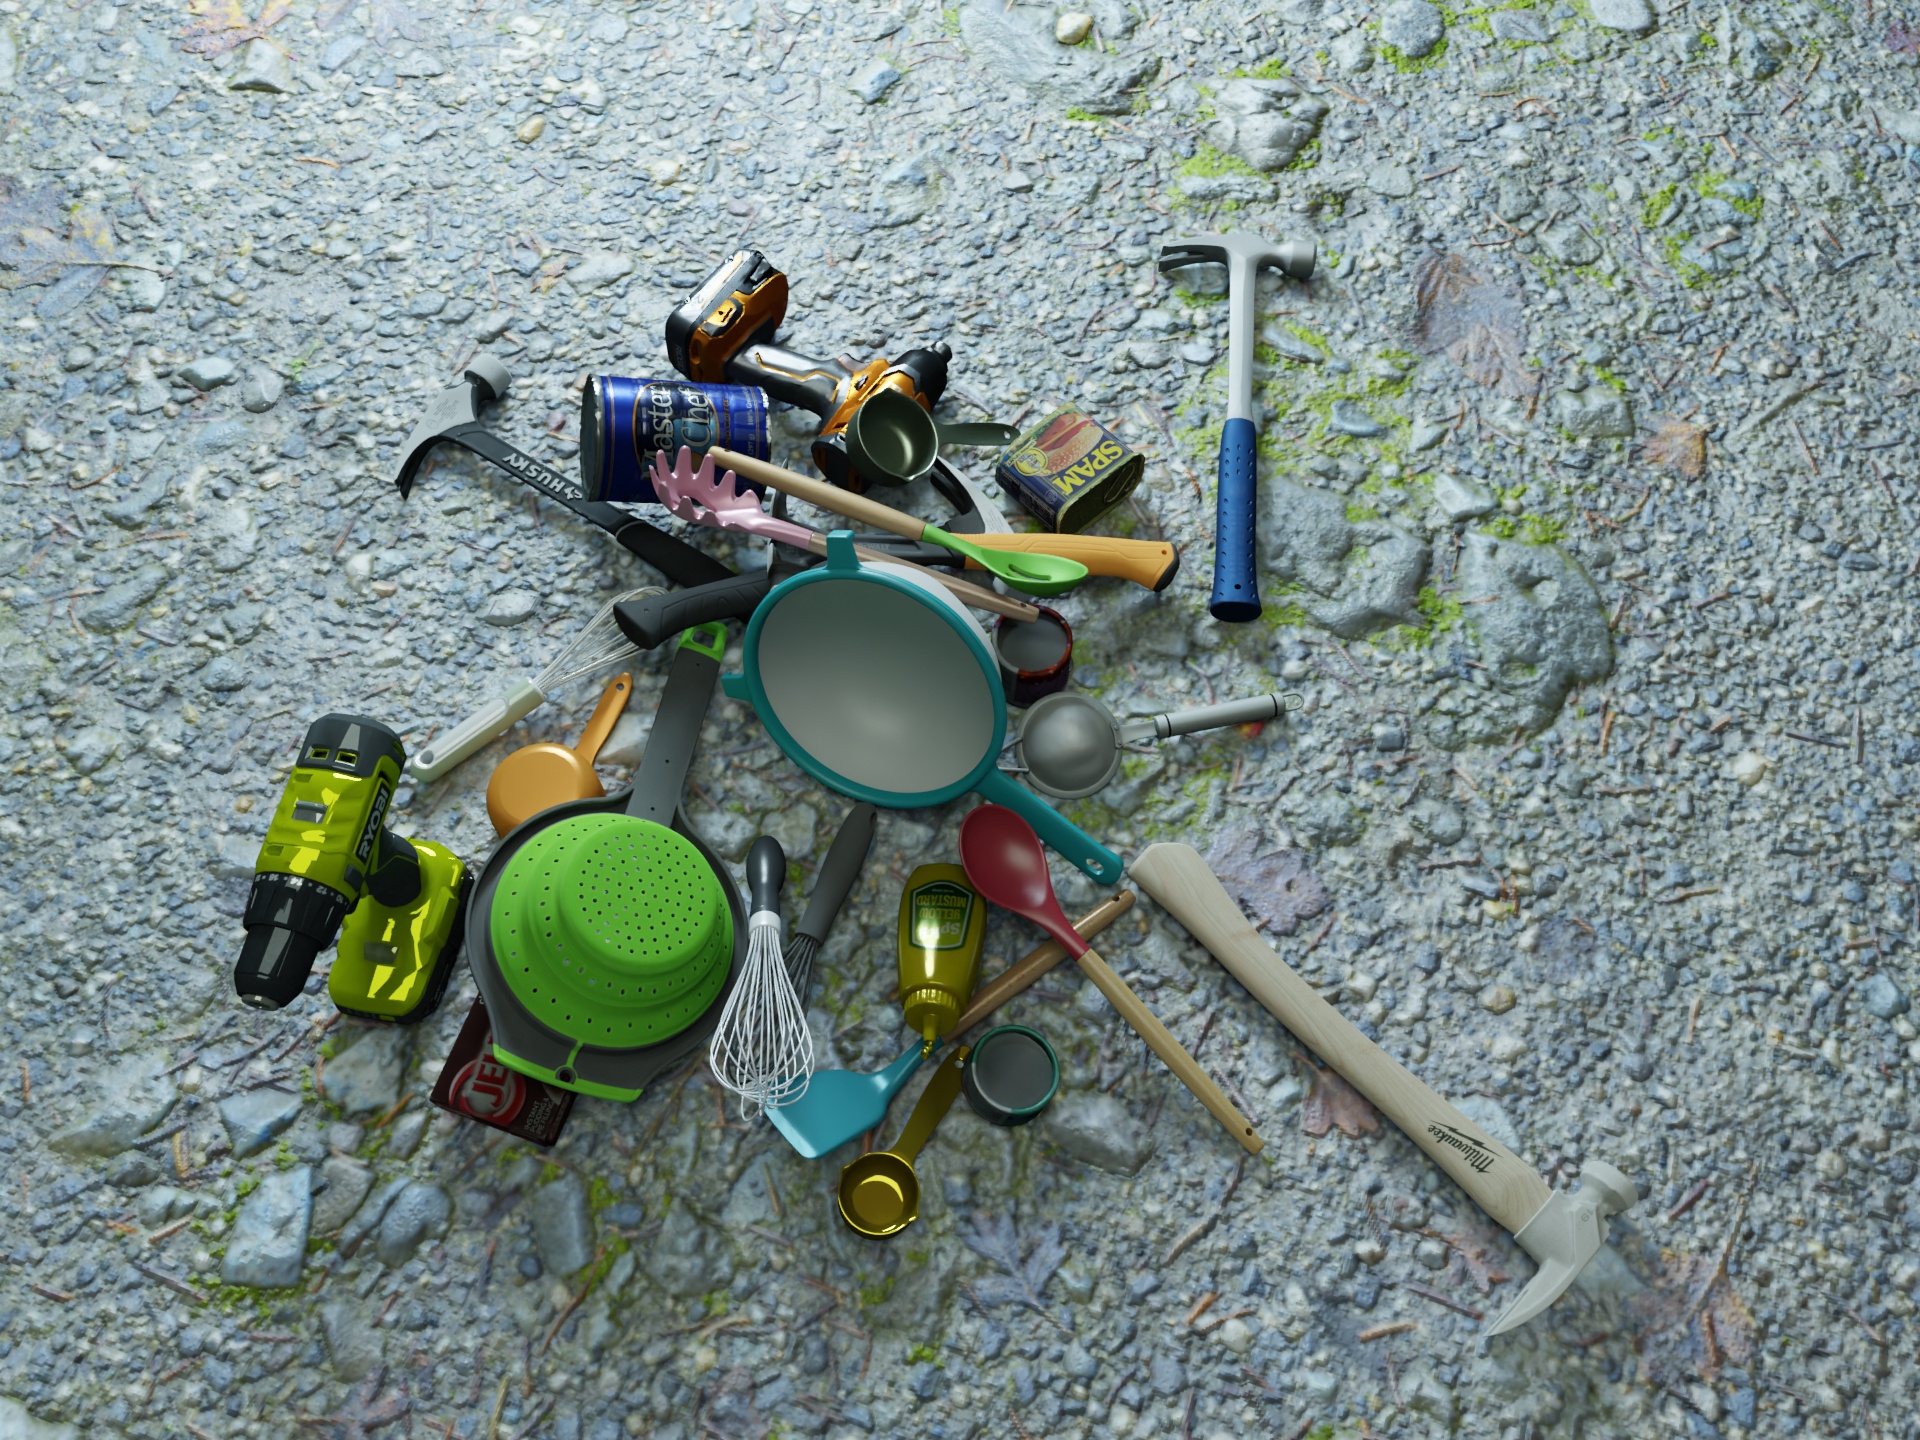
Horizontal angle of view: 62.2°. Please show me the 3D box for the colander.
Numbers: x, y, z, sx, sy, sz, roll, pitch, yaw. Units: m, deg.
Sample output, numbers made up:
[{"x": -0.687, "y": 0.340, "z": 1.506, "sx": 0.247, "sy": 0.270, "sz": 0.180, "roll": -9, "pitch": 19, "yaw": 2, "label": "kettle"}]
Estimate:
[{"x": -0.222, "y": 0.069, "z": 1.159, "sx": 0.204, "sy": 0.094, "sz": 0.397, "roll": 22, "pitch": 56, "yaw": -17, "label": "colander"}]

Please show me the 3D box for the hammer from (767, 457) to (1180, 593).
[{"x": 0.013, "y": -0.143, "z": 1.289, "sx": 0.336, "sy": 0.034, "sz": 0.127, "roll": 2, "pitch": 60, "yaw": -10, "label": "hammer"}]

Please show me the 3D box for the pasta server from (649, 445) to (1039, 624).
[{"x": -0.088, "y": -0.135, "z": 1.223, "sx": 0.316, "sy": 0.040, "sz": 0.060, "roll": 19, "pitch": 43, "yaw": -2, "label": "pasta server"}]

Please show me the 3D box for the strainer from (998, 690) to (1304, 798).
[{"x": 0.152, "y": 0.005, "z": 1.259, "sx": 0.258, "sy": 0.050, "sz": 0.087, "roll": -11, "pitch": 80, "yaw": -10, "label": "strainer"}]

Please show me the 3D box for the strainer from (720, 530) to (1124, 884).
[{"x": -0.002, "y": -0.004, "z": 1.218, "sx": 0.340, "sy": 0.211, "sz": 0.095, "roll": 38, "pitch": 40, "yaw": -6, "label": "strainer"}]

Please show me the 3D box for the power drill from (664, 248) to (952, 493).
[{"x": -0.126, "y": -0.316, "z": 1.395, "sx": 0.226, "sy": 0.084, "sz": 0.164, "roll": 34, "pitch": 67, "yaw": 11, "label": "power drill"}]

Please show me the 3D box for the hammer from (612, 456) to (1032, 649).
[{"x": -0.116, "y": -0.122, "z": 1.292, "sx": 0.334, "sy": 0.035, "sz": 0.146, "roll": -16, "pitch": 63, "yaw": -20, "label": "hammer"}]

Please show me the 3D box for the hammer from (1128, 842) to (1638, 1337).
[{"x": 0.273, "y": 0.244, "z": 1.141, "sx": 0.146, "sy": 0.038, "sz": 0.411, "roll": -41, "pitch": 70, "yaw": -17, "label": "hammer"}]

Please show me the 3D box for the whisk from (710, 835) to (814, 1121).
[{"x": -0.136, "y": 0.164, "z": 1.104, "sx": 0.070, "sy": 0.070, "sz": 0.285, "roll": -5, "pitch": 32, "yaw": -3, "label": "whisk"}]

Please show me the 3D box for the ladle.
[{"x": 0.108, "y": 0.188, "z": 1.150, "sx": 0.069, "sy": 0.031, "sz": 0.315, "roll": -36, "pitch": 78, "yaw": -32, "label": "ladle"}]

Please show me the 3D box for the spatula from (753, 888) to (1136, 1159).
[{"x": 0.003, "y": 0.208, "z": 1.151, "sx": 0.317, "sy": 0.044, "sz": 0.082, "roll": -34, "pitch": 44, "yaw": -18, "label": "spatula"}]

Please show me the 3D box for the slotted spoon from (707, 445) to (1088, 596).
[{"x": -0.052, "y": -0.156, "z": 1.246, "sx": 0.314, "sy": 0.031, "sz": 0.070, "roll": 21, "pitch": 26, "yaw": 4, "label": "slotted spoon"}]

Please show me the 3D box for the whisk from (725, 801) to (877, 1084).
[{"x": -0.114, "y": 0.159, "z": 1.174, "sx": 0.055, "sy": 0.055, "sz": 0.239, "roll": 19, "pitch": 60, "yaw": 9, "label": "whisk"}]

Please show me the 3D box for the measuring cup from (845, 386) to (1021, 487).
[{"x": -0.023, "y": -0.234, "z": 1.339, "sx": 0.167, "sy": 0.038, "sz": 0.083, "roll": -8, "pitch": 80, "yaw": -36, "label": "measuring cup"}]

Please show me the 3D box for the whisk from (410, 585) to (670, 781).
[{"x": -0.332, "y": -0.030, "z": 1.266, "sx": 0.246, "sy": 0.059, "sz": 0.058, "roll": -38, "pitch": 63, "yaw": -12, "label": "whisk"}]

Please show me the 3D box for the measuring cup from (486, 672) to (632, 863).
[{"x": -0.302, "y": 0.026, "z": 1.234, "sx": 0.095, "sy": 0.052, "sz": 0.174, "roll": 20, "pitch": 67, "yaw": 9, "label": "measuring cup"}]

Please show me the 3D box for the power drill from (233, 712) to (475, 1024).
[{"x": -0.413, "y": 0.126, "z": 1.084, "sx": 0.080, "sy": 0.228, "sz": 0.191, "roll": 9, "pitch": 64, "yaw": 4, "label": "power drill"}]

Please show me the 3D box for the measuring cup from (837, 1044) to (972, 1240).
[{"x": -0.033, "y": 0.296, "z": 1.123, "sx": 0.062, "sy": 0.029, "sz": 0.156, "roll": 28, "pitch": 55, "yaw": 11, "label": "measuring cup"}]

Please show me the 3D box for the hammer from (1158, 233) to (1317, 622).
[{"x": 0.239, "y": -0.270, "z": 1.399, "sx": 0.144, "sy": 0.035, "sz": 0.406, "roll": 5, "pitch": 63, "yaw": 2, "label": "hammer"}]

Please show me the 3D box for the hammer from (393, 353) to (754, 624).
[{"x": -0.296, "y": -0.166, "z": 1.341, "sx": 0.409, "sy": 0.036, "sz": 0.149, "roll": 31, "pitch": 68, "yaw": 14, "label": "hammer"}]
